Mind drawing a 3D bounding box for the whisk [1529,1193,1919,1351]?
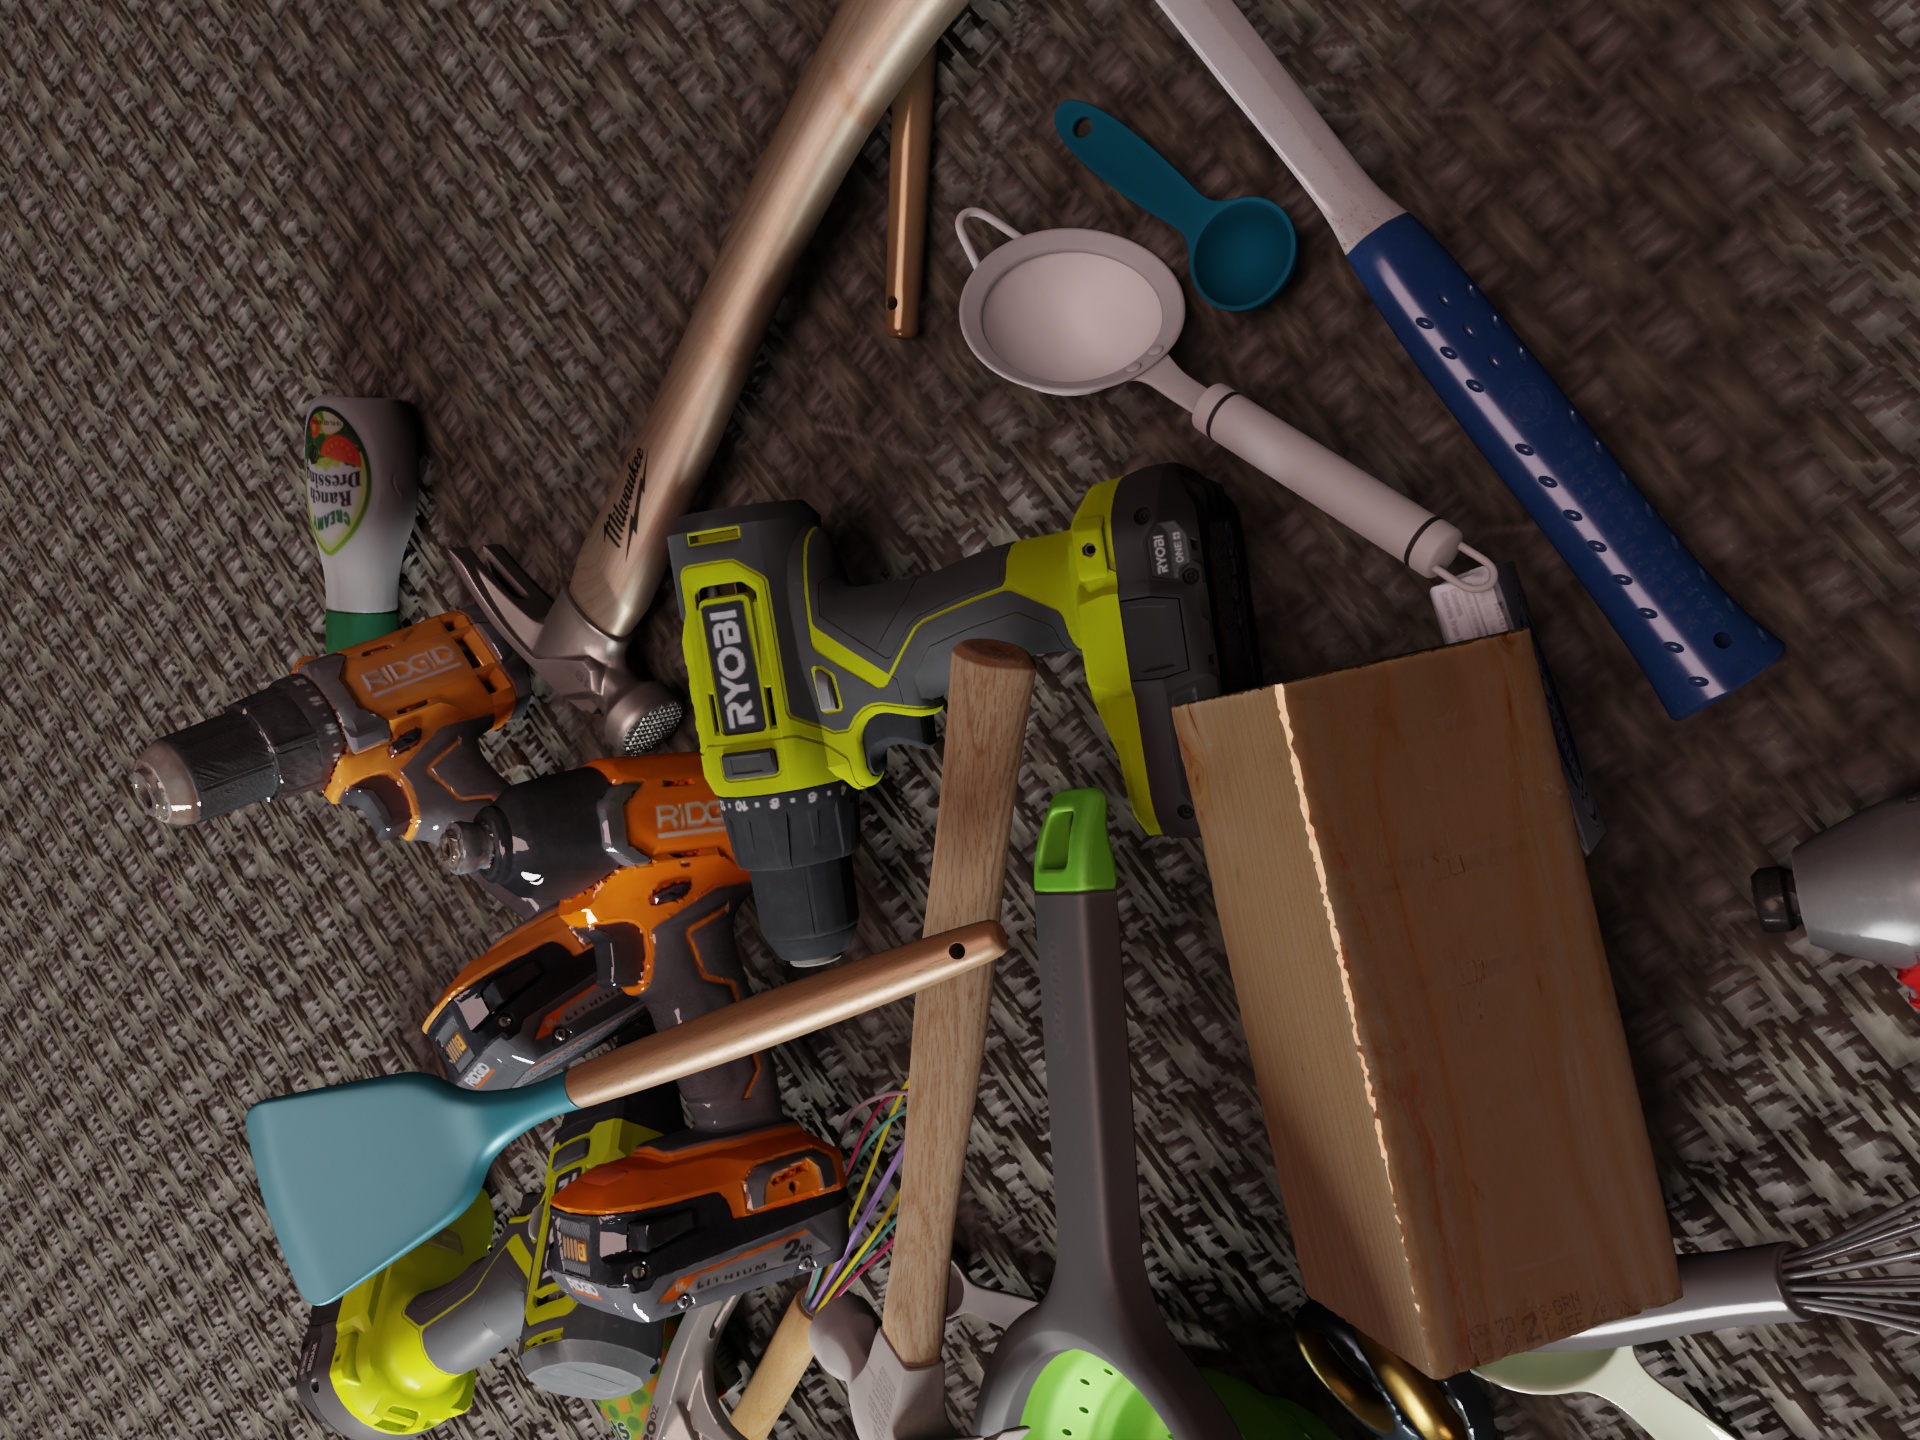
[{"bbox_3d":[0.251,0.171,0.477,0.239,0.055,0.055,-33,80,48],"label":"whisk"}]

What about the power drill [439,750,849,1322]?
[{"bbox_3d":[-0.132,0.127,0.676,0.084,0.164,0.226,-12,83,50],"label":"power drill"}]

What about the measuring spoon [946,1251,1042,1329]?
[{"bbox_3d":[0.031,0.262,0.707,0.124,0.018,0.034,12,103,21],"label":"measuring spoon"}]

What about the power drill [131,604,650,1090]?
[{"bbox_3d":[-0.249,0.064,0.739,0.226,0.185,0.084,55,136,9],"label":"power drill"}]

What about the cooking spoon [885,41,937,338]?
[{"bbox_3d":[-0.016,-0.318,0.645,0.069,0.017,0.319,10,102,33],"label":"cooking spoon"}]

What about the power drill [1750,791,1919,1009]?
[{"bbox_3d":[0.333,0.124,0.478,0.143,0.078,0.220,-12,88,31],"label":"power drill"}]

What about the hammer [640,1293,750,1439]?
[{"bbox_3d":[0.014,0.364,0.650,0.359,0.036,0.149,19,92,28],"label":"hammer"}]

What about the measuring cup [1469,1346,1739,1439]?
[{"bbox_3d":[0.240,0.228,0.567,0.168,0.038,0.083,39,114,17],"label":"measuring cup"}]

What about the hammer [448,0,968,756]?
[{"bbox_3d":[-0.105,-0.181,0.692,0.146,0.038,0.410,43,119,19],"label":"hammer"}]

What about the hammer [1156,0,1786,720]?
[{"bbox_3d":[0.132,-0.172,0.546,0.144,0.035,0.405,-34,83,-8],"label":"hammer"}]

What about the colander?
[{"bbox_3d":[0.083,0.221,0.562,0.204,0.094,0.397,-13,80,63],"label":"colander"}]

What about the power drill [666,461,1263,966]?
[{"bbox_3d":[-0.001,-0.002,0.628,0.228,0.080,0.190,-7,96,22],"label":"power drill"}]

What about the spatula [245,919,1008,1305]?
[{"bbox_3d":[-0.125,0.131,0.579,0.317,0.044,0.082,-23,83,21],"label":"spatula"}]

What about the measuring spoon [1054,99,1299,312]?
[{"bbox_3d":[0.082,-0.200,0.611,0.129,0.021,0.042,48,113,26],"label":"measuring spoon"}]

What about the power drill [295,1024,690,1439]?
[{"bbox_3d":[-0.223,0.258,0.787,0.223,0.080,0.171,-30,41,30],"label":"power drill"}]

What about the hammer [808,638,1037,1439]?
[{"bbox_3d":[-0.005,0.134,0.591,0.130,0.031,0.331,32,119,58],"label":"hammer"}]

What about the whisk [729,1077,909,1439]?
[{"bbox_3d":[-0.058,0.256,0.745,0.047,0.051,0.245,48,123,39],"label":"whisk"}]

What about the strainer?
[{"bbox_3d":[0.087,-0.114,0.581,0.259,0.087,0.050,41,159,31],"label":"strainer"}]
